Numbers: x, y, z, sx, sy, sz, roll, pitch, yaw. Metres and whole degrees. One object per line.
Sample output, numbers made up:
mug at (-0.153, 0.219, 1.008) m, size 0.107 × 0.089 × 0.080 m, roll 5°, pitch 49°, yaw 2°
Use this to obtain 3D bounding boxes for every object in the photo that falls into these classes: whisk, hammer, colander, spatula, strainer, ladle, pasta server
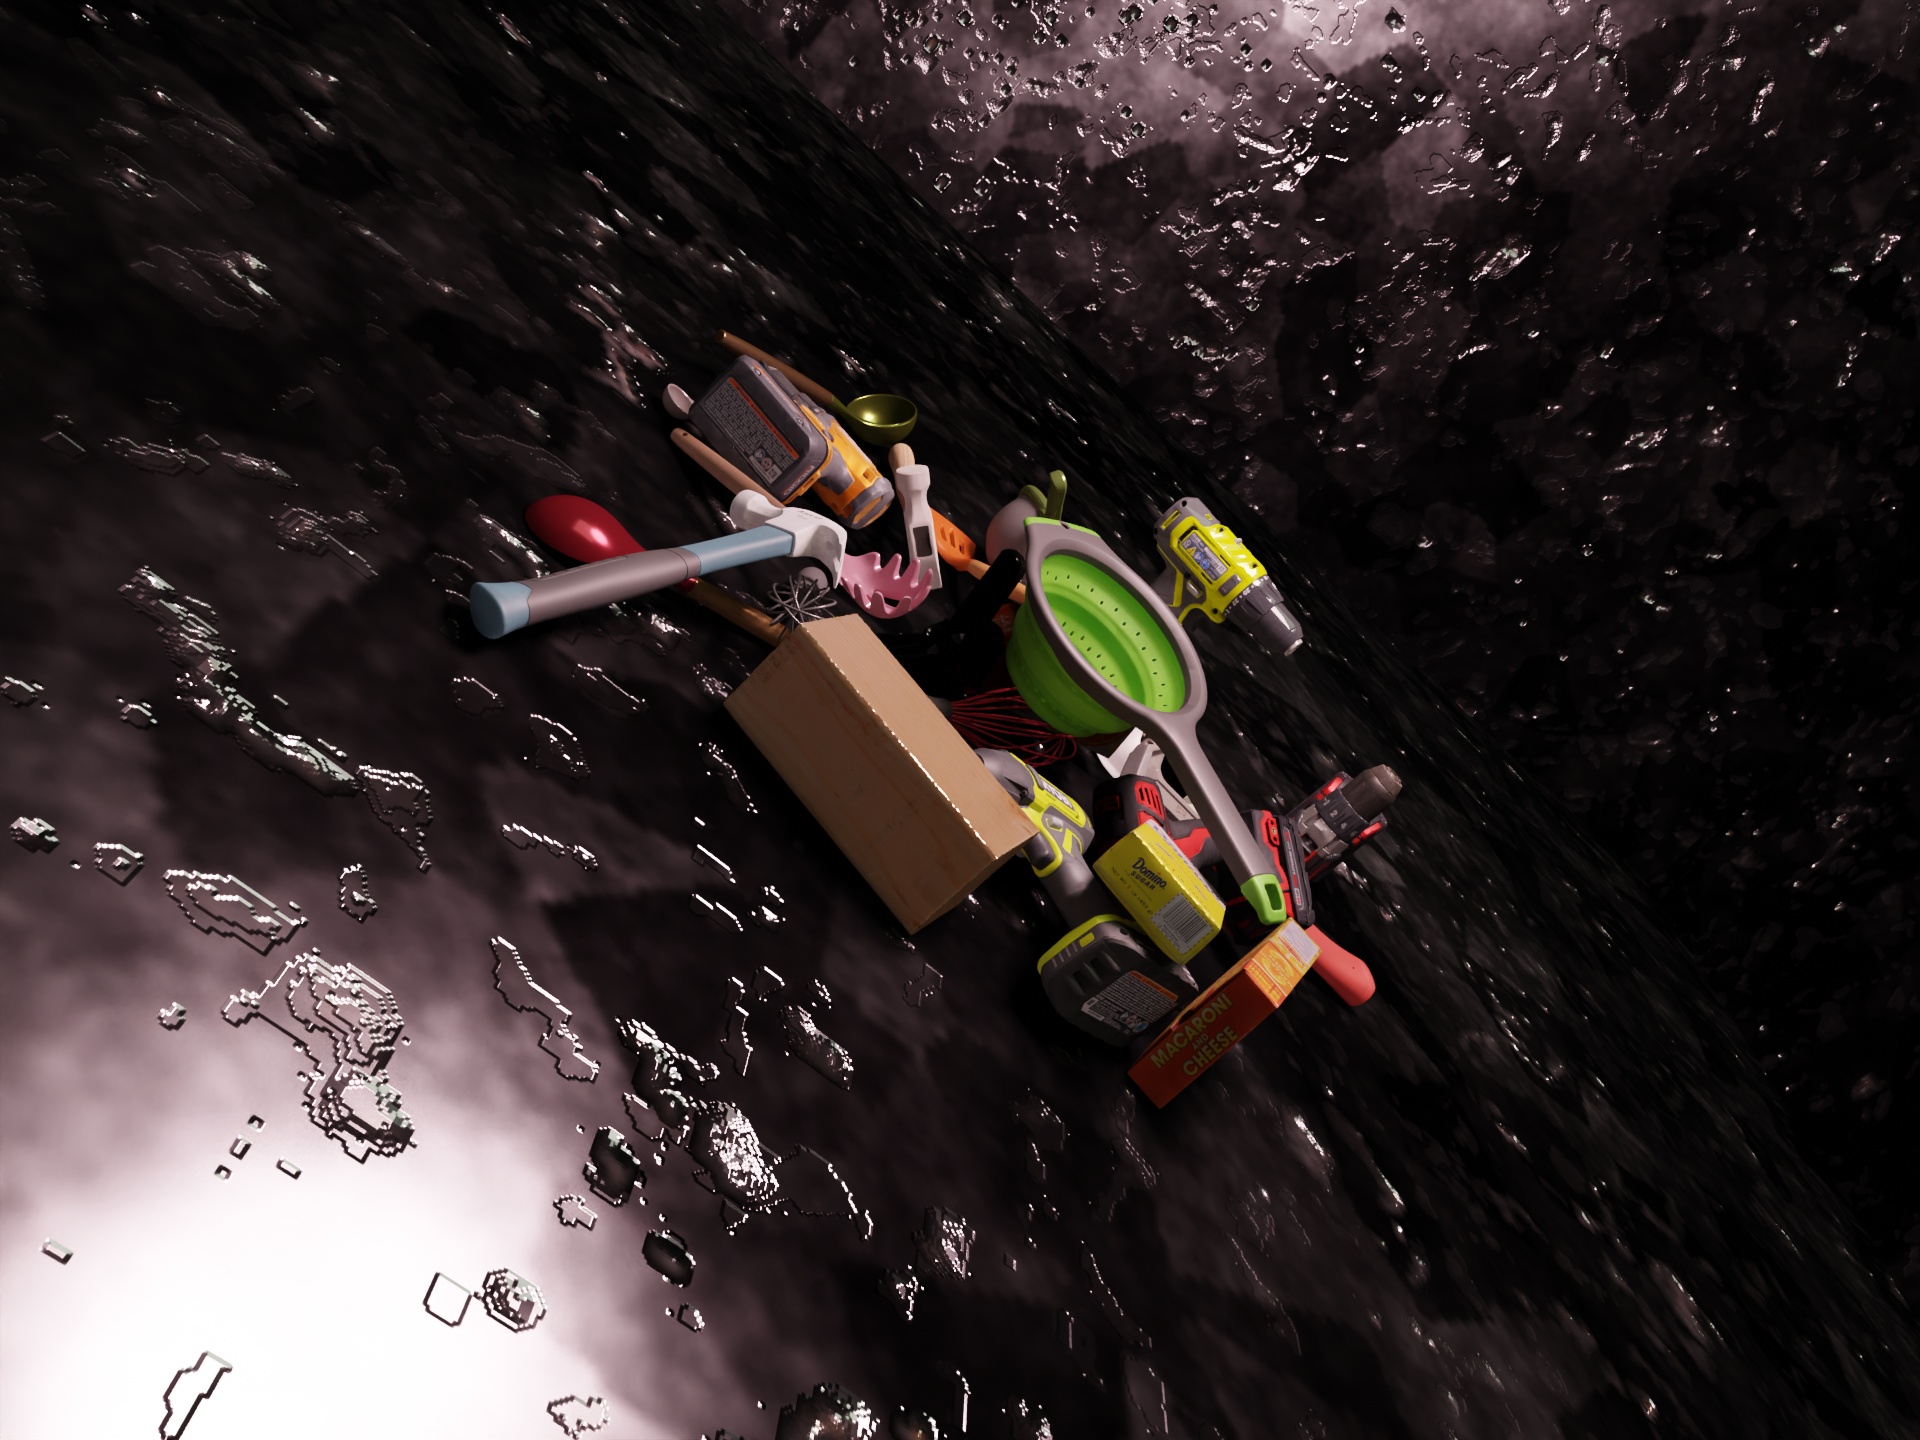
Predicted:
whisk at (-0.119, -0.096, 1.237) m, size 0.055 × 0.055 × 0.239 m, roll 42°, pitch 7°, yaw -10°
hammer at (-0.195, -0.104, 1.066) m, size 0.128 × 0.033 × 0.331 m, roll 22°, pitch 26°, yaw 26°
colander at (0.140, 0.013, 1.320) m, size 0.204 × 0.094 × 0.397 m, roll 4°, pitch 52°, yaw -49°
spatula at (0.027, -0.157, 1.594) m, size 0.081 × 0.041 × 0.323 m, roll 35°, pitch 2°, yaw -26°
strainer at (0.121, -0.017, 1.600) m, size 0.258 × 0.050 × 0.087 m, roll 43°, pitch 35°, yaw 1°
hammer at (-0.050, -0.223, 1.595) m, size 0.331 × 0.031 × 0.130 m, roll -103°, pitch -174°, yaw -68°
hammer at (0.278, 0.164, 1.533) m, size 0.358 × 0.036 × 0.149 m, roll 44°, pitch 45°, yaw -19°
strainer at (0.068, -0.187, 1.655) m, size 0.256 × 0.069 × 0.152 m, roll 96°, pitch -25°, yaw -72°
ladle at (-0.146, -0.349, 1.631) m, size 0.078 × 0.062 × 0.320 m, roll 28°, pitch 6°, yaw 29°
whisk at (-0.002, -0.004, 1.326) m, size 0.295 × 0.073 × 0.073 m, roll 11°, pitch 40°, yaw -46°
ladle at (-0.181, -0.088, 1.179) m, size 0.315 × 0.031 × 0.069 m, roll 30°, pitch 27°, yaw -40°
pasta server at (-0.138, -0.165, 1.275) m, size 0.060 × 0.040 × 0.316 m, roll -27°, pitch 51°, yaw -34°

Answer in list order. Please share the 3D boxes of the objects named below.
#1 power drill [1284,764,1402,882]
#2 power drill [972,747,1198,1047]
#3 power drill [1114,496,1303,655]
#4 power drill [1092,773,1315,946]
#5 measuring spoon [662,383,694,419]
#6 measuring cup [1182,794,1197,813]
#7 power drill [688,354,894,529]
power drill at (0.392, 0.109, 1.678) m, size 0.080 × 0.188 × 0.226 m, roll 51°, pitch 18°, yaw 11°
power drill at (0.073, 0.121, 1.187) m, size 0.171 × 0.080 × 0.223 m, roll 37°, pitch 18°, yaw -50°
power drill at (0.225, -0.092, 1.661) m, size 0.191 × 0.228 × 0.080 m, roll 51°, pitch 21°, yaw 12°
power drill at (0.208, 0.134, 1.397) m, size 0.219 × 0.078 × 0.143 m, roll 14°, pitch 60°, yaw -38°
measuring spoon at (-0.231, -0.271, 1.438) m, size 0.124 × 0.018 × 0.034 m, roll 18°, pitch 42°, yaw -63°
measuring cup at (0.221, 0.102, 1.576) m, size 0.167 × 0.038 × 0.083 m, roll 12°, pitch 40°, yaw -49°
power drill at (-0.162, -0.266, 1.448) m, size 0.185 × 0.084 × 0.226 m, roll 50°, pitch 13°, yaw 10°
